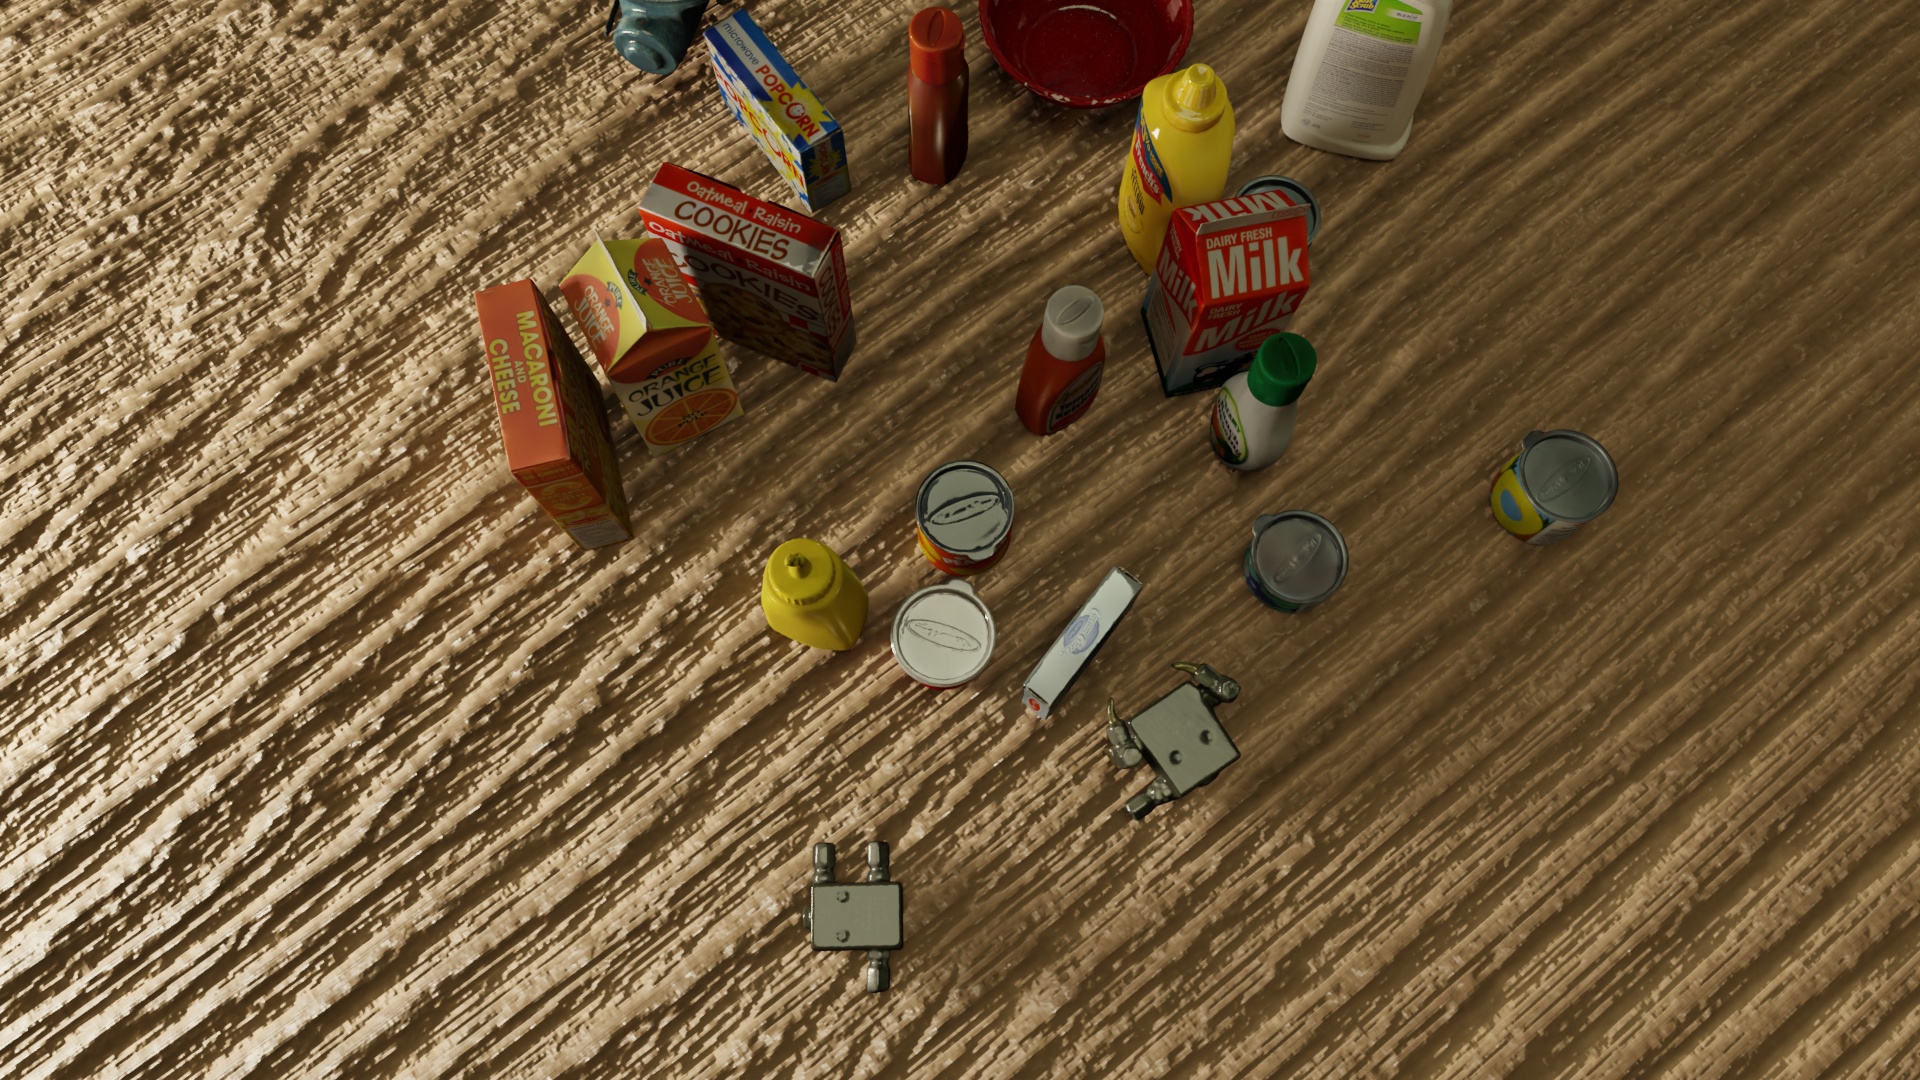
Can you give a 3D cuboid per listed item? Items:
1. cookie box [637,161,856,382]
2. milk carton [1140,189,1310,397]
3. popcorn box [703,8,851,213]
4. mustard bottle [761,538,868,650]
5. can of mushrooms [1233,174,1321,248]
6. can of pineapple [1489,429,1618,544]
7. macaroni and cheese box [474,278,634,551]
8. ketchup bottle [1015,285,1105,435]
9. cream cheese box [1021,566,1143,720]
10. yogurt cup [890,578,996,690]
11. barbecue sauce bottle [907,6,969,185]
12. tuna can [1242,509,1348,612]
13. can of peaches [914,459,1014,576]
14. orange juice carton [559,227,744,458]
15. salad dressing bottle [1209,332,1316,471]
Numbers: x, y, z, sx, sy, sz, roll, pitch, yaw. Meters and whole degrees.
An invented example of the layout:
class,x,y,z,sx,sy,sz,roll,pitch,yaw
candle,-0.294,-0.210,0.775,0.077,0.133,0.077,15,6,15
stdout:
class,x,y,z,sx,sy,sz,roll,pitch,yaw
cookie box,-0.137,-0.176,0.932,0.123,0.167,0.040,22,75,6
milk carton,0.175,-0.169,0.921,0.072,0.190,0.073,-12,74,-4
popcorn box,-0.133,-0.314,1.017,0.038,0.085,0.127,-35,76,-10
mustard bottle,-0.094,0.031,0.872,0.065,0.159,0.049,15,74,4
can of mushrooms,0.227,-0.231,1.023,0.071,0.033,0.071,0,73,-1
can of pineapple,0.405,-0.037,0.952,0.071,0.057,0.071,0,73,-1
macaroni and cheese box,-0.259,-0.076,0.900,0.040,0.166,0.124,-15,74,-5
ketchup bottle,0.069,-0.121,0.927,0.065,0.148,0.043,-39,78,-11
cream cheese box,0.079,0.068,0.918,0.024,0.053,0.104,37,76,10
yogurt cup,-0.011,0.067,0.917,0.072,0.053,0.072,0,73,-1
barbecue sauce bottle,-0.016,-0.317,0.987,0.044,0.148,0.065,12,74,3
tuna can,0.226,0.013,0.948,0.071,0.032,0.071,0,73,-1
can of peaches,0.003,-0.012,0.940,0.071,0.058,0.071,0,73,-1
orange juice carton,-0.200,-0.130,0.904,0.073,0.192,0.072,-27,76,-8
salad dressing bottle,0.200,-0.092,0.920,0.044,0.147,0.064,-14,74,-5
